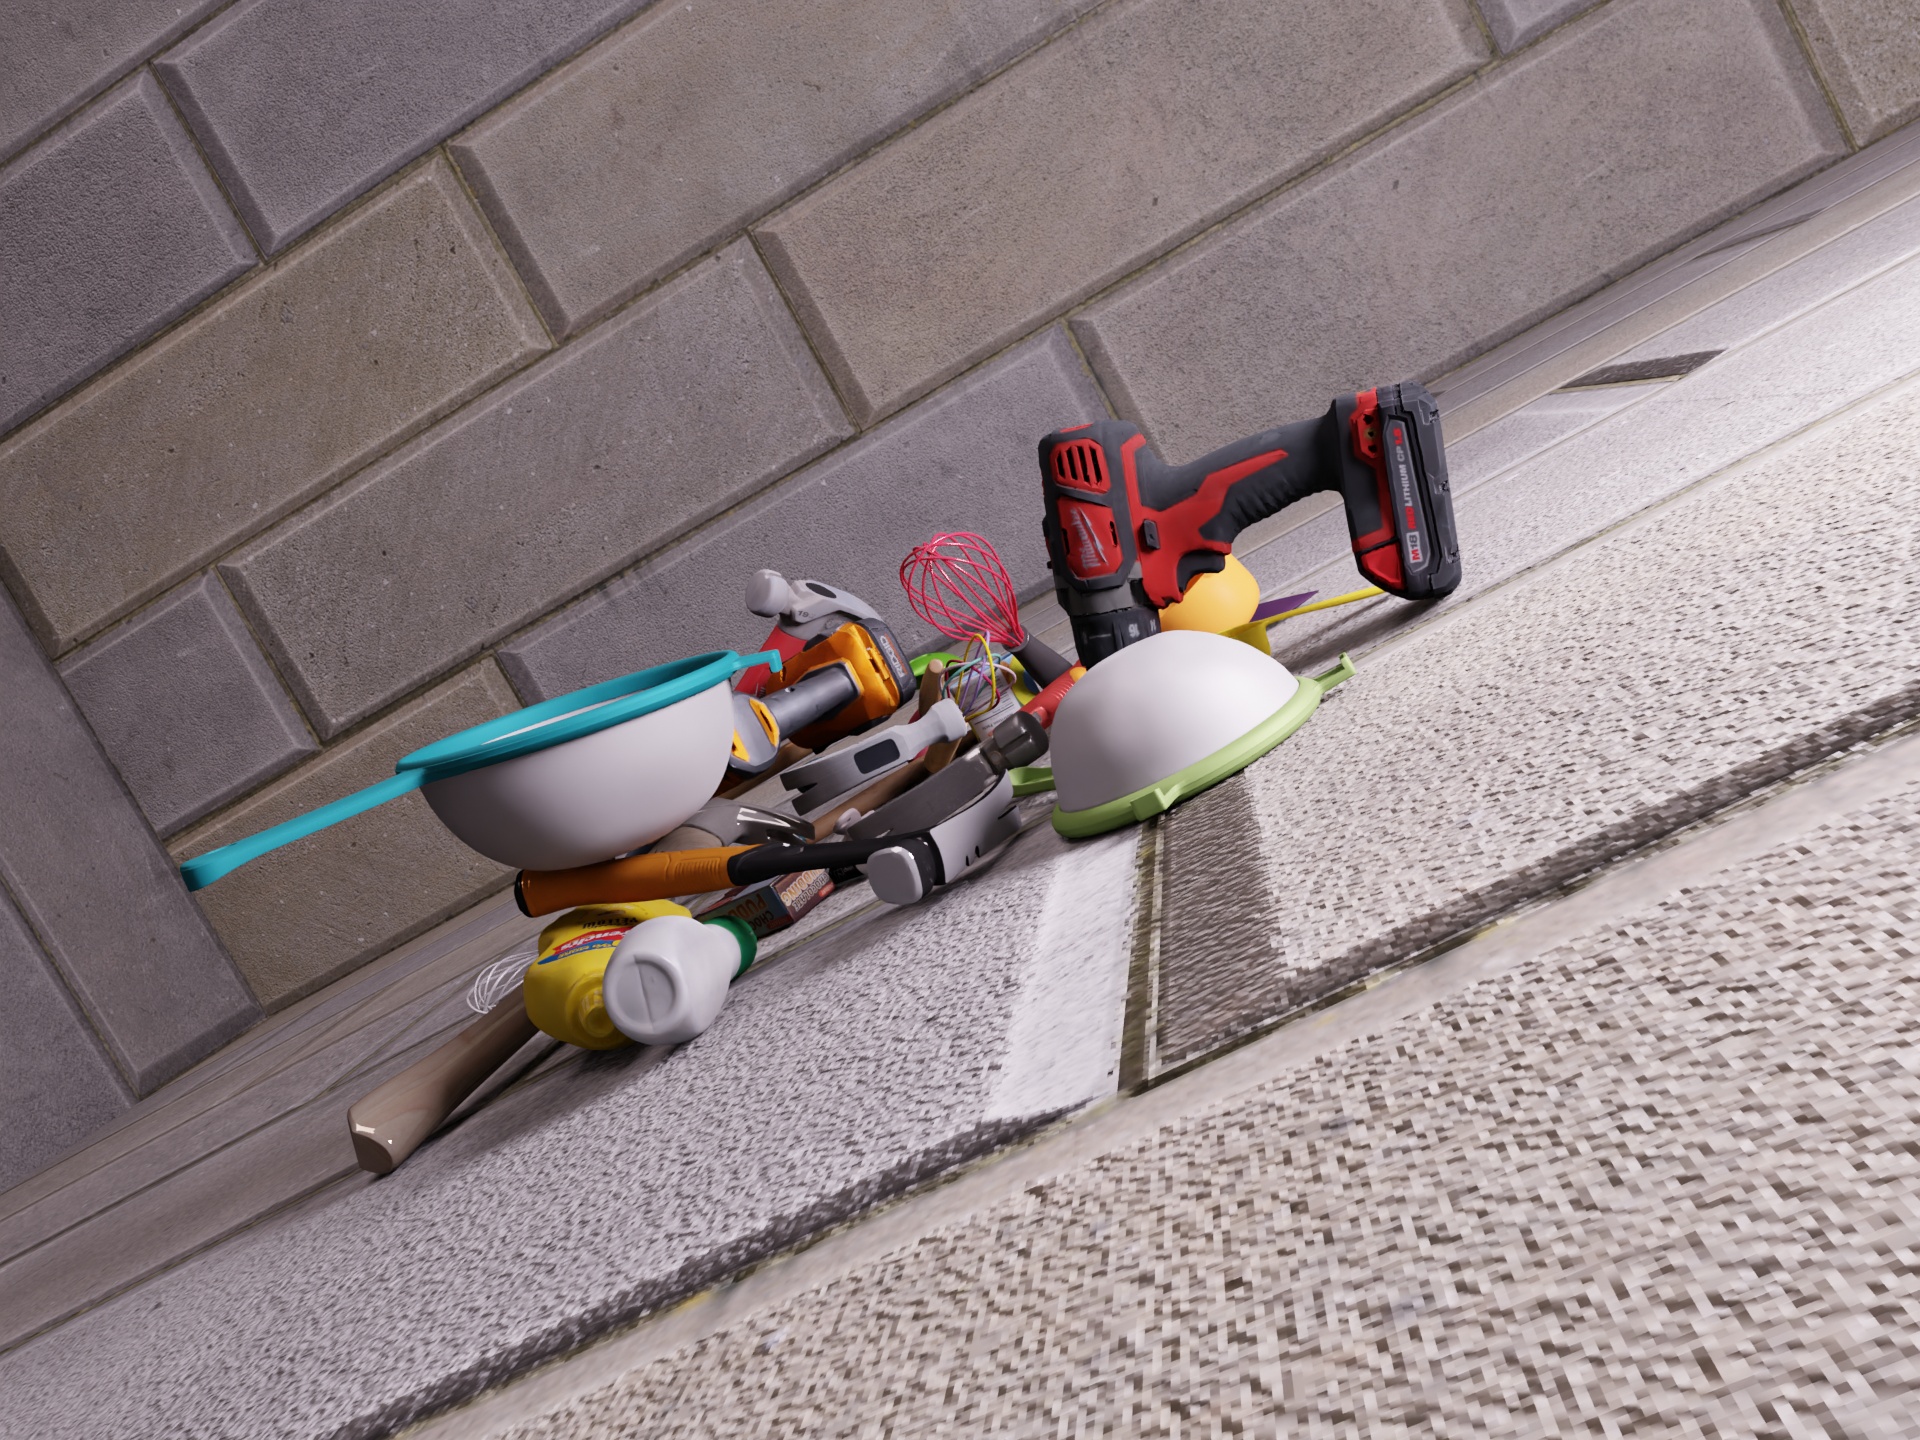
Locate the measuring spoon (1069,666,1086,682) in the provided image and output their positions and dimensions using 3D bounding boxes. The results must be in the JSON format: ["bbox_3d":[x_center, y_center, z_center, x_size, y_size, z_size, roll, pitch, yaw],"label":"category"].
[{"bbox_3d":[0.107,-0.031,1.129,0.011,0.021,0.117,-44,-17,22],"label":"measuring spoon"}]

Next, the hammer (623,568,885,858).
[{"bbox_3d":[-0.208,0.043,1.379,0.143,0.038,0.386,16,-62,-43],"label":"hammer"}]

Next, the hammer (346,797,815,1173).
[{"bbox_3d":[-0.248,0.161,1.069,0.146,0.038,0.411,10,29,20],"label":"hammer"}]

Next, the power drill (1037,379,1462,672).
[{"bbox_3d":[0.161,-0.089,0.896,0.227,0.188,0.080,-8,6,17],"label":"power drill"}]

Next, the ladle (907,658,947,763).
[{"bbox_3d":[-0.026,-0.012,1.306,0.069,0.031,0.315,-62,-2,-10],"label":"ladle"}]

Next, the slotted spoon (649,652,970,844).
[{"bbox_3d":[-0.133,0.021,1.357,0.314,0.031,0.070,-30,-7,-6],"label":"slotted spoon"}]

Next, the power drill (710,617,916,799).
[{"bbox_3d":[-0.155,0.006,1.209,0.164,0.084,0.226,-26,3,40],"label":"power drill"}]

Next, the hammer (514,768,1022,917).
[{"bbox_3d":[-0.129,0.081,0.919,0.337,0.034,0.127,-10,11,33],"label":"hammer"}]

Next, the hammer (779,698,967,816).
[{"bbox_3d":[-0.090,0.036,1.251,0.128,0.033,0.331,-26,1,-14],"label":"hammer"}]

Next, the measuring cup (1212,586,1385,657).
[{"bbox_3d":[0.208,-0.053,0.968,0.156,0.029,0.062,-17,6,1],"label":"measuring cup"}]

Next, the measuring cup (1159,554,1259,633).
[{"bbox_3d":[0.145,-0.046,1.097,0.174,0.052,0.095,-55,12,-24],"label":"measuring cup"}]

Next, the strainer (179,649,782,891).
[{"bbox_3d":[-0.263,0.055,0.915,0.340,0.095,0.211,-27,13,-41],"label":"strainer"}]

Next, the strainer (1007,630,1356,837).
[{"bbox_3d":[0.076,0.001,0.847,0.151,0.069,0.256,-32,7,-27],"label":"strainer"}]

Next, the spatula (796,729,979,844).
[{"bbox_3d":[-0.112,0.075,1.296,0.317,0.044,0.082,-30,3,-23],"label":"spatula"}]

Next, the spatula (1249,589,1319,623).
[{"bbox_3d":[0.173,-0.064,1.242,0.060,0.018,0.316,-32,7,-21],"label":"spatula"}]

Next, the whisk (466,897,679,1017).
[{"bbox_3d":[-0.309,0.187,1.304,0.059,0.057,0.246,12,22,24],"label":"whisk"}]

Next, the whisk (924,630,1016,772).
[{"bbox_3d":[-0.002,-0.002,1.204,0.051,0.047,0.245,-40,-9,-20],"label":"whisk"}]

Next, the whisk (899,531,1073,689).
[{"bbox_3d":[0.035,-0.070,1.209,0.073,0.073,0.295,-28,-27,14],"label":"whisk"}]

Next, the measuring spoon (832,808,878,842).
[{"bbox_3d":[-0.070,0.075,1.074,0.034,0.018,0.124,-47,-7,-4],"label":"measuring spoon"}]

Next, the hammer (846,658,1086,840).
[{"bbox_3d":[0.049,0.001,1.144,0.149,0.037,0.359,-35,1,26],"label":"hammer"}]
